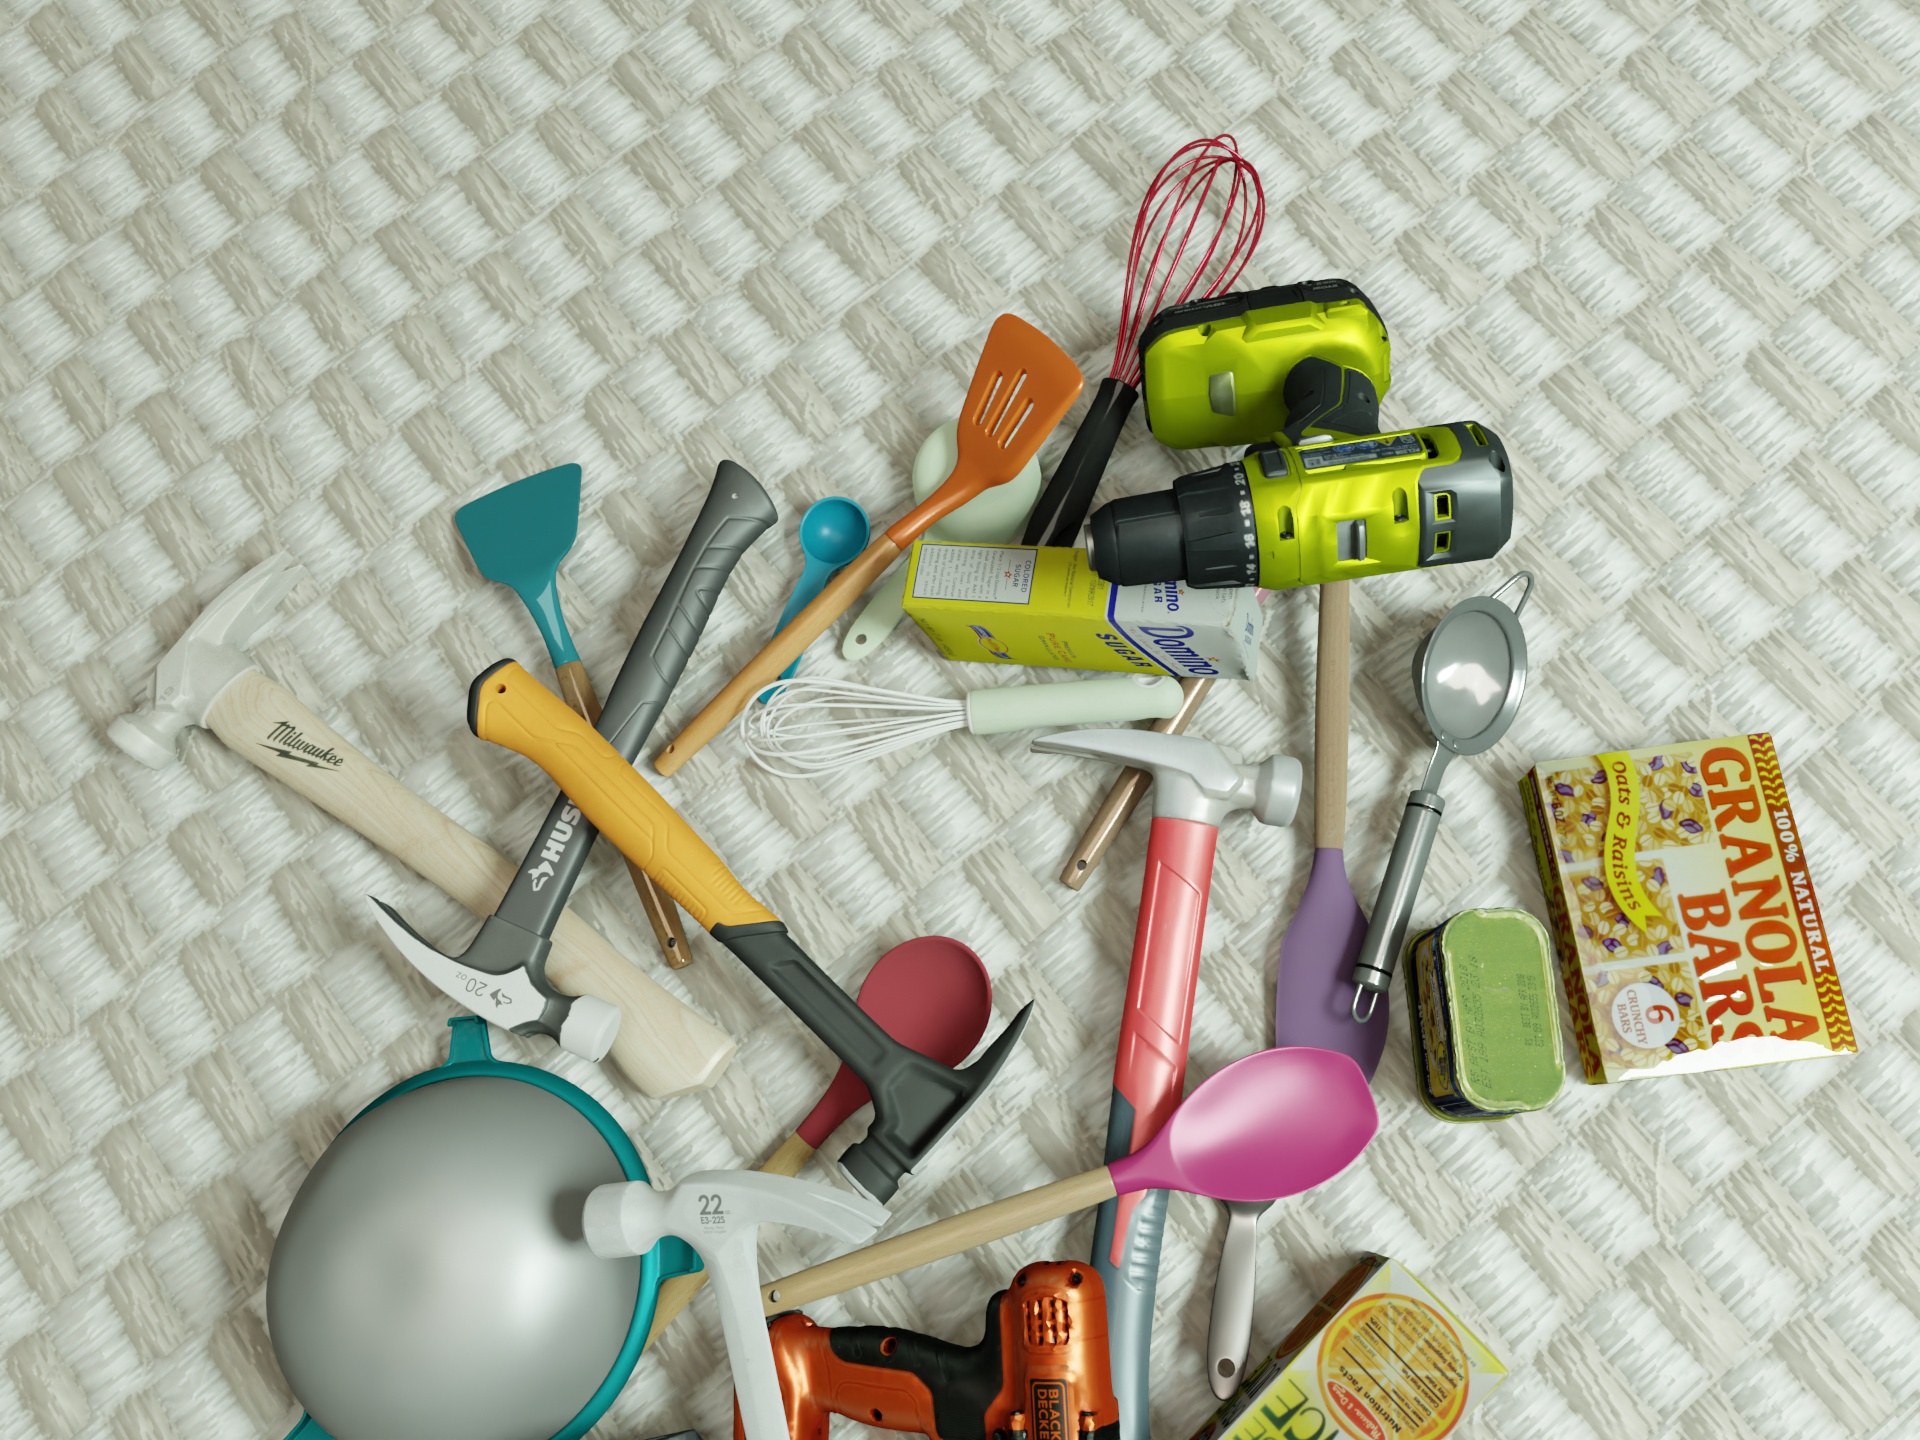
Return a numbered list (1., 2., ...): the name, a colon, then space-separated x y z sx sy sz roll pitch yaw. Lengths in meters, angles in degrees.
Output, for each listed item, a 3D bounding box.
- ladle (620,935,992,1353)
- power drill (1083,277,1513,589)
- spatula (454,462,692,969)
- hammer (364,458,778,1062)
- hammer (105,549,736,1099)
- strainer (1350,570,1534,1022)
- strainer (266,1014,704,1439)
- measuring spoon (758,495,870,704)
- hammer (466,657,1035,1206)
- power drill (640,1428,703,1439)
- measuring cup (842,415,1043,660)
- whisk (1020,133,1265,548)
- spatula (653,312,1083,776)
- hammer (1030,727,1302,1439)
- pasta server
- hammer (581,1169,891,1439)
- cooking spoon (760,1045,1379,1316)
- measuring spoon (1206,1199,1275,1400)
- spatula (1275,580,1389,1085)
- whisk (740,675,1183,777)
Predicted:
1. ladle: -0.097 0.240 0.830 0.069 0.031 0.315 40 83 12
2. power drill: 0.153 -0.140 0.803 0.190 0.080 0.229 -8 34 6
3. spatula: -0.211 -0.006 0.913 0.082 0.044 0.318 -22 78 -2
4. hammer: -0.190 0.004 0.868 0.146 0.035 0.335 22 74 7
5. hammer: -0.287 0.065 0.892 0.411 0.038 0.146 34 79 13
6. strainer: 0.246 0.036 0.841 0.086 0.050 0.258 31 73 -33
7. strainer: -0.305 0.321 0.783 0.211 0.095 0.340 39 83 19
8. measuring spoon: -0.088 -0.068 0.925 0.042 0.021 0.128 21 86 11
9. hammer: -0.120 0.085 0.813 0.337 0.034 0.127 42 75 7
10. power drill: -0.156 0.450 0.704 0.084 0.164 0.227 -18 71 14
11. measuring cup: -0.017 -0.105 0.912 0.083 0.038 0.167 34 78 13
12. whisk: 0.101 -0.209 0.923 0.073 0.073 0.296 24 83 11
13. spatula: -0.059 -0.087 0.883 0.322 0.041 0.081 -44 54 5
14. hammer: 0.078 0.196 0.807 0.143 0.038 0.386 9 78 3
15. pasta server: 0.145 -0.040 0.888 0.060 0.040 0.316 31 83 13
16. hammer: -0.065 0.402 0.716 0.144 0.035 0.405 -12 89 21
17. cooking spoon: 0.049 0.231 0.772 0.319 0.017 0.069 -18 73 -2
18. measuring spoon: 0.138 0.271 0.788 0.034 0.018 0.124 7 60 10
19. spatula: 0.200 0.043 0.850 0.060 0.018 0.316 3 81 0
20. whisk: -0.001 -0.003 0.873 0.246 0.058 0.059 -5 110 8
